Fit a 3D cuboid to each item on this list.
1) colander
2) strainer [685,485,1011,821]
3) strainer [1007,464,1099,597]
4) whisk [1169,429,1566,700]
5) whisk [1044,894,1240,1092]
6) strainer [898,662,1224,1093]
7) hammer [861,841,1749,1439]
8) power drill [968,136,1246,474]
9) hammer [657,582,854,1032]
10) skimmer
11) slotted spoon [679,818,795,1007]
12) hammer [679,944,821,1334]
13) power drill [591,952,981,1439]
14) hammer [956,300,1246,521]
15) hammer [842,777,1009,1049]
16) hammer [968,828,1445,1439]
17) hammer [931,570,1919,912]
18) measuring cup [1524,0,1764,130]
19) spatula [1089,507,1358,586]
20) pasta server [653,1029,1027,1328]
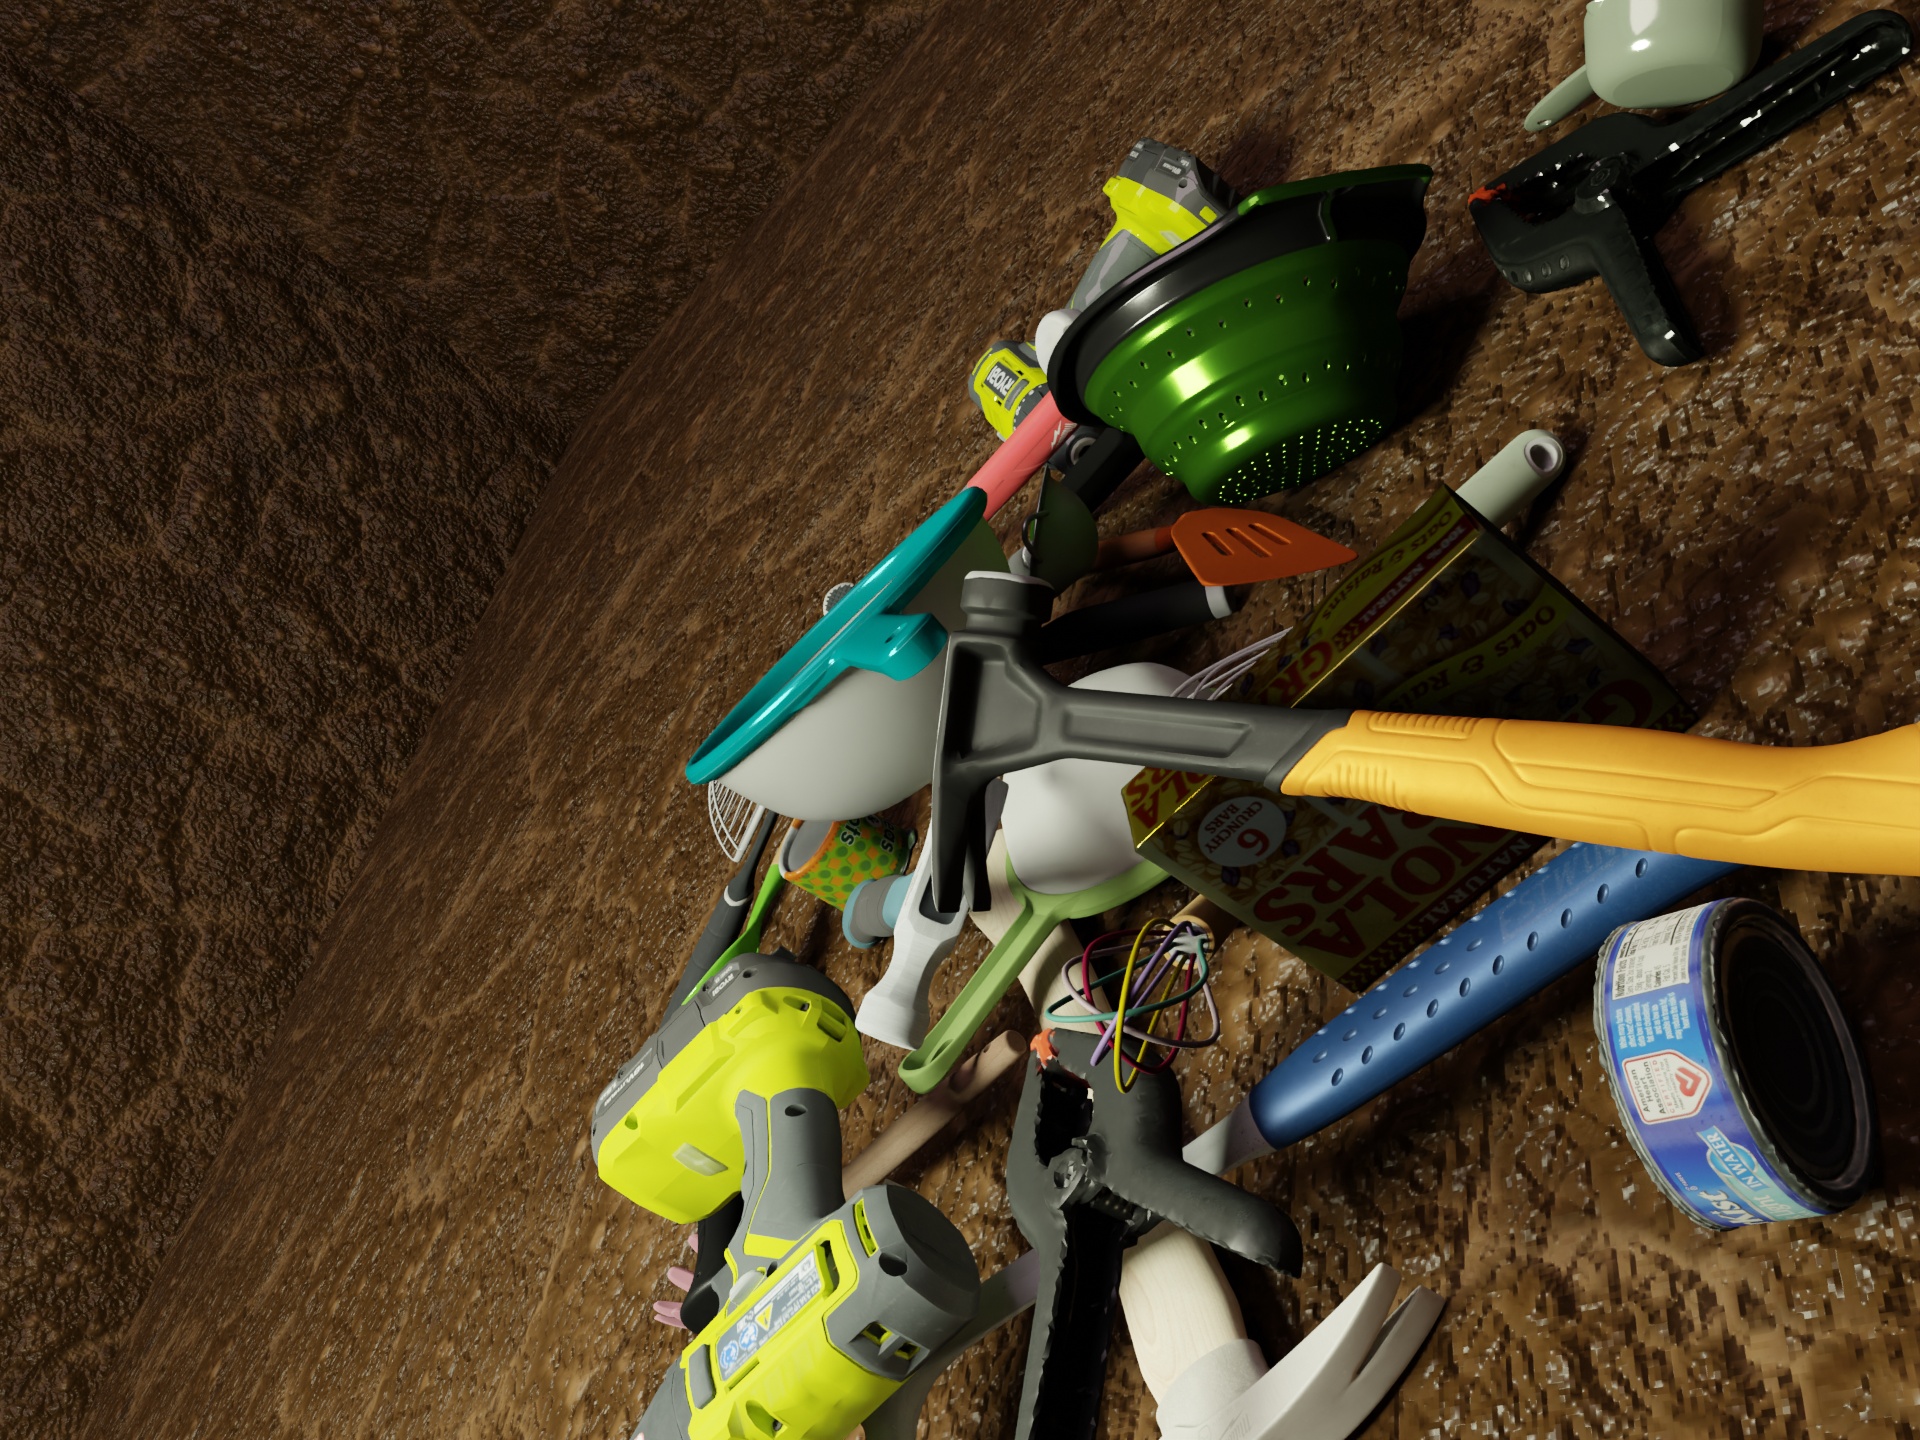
[{"bbox_3d":[0.130,-0.149,0.881,0.094,0.204,0.397,70,158,10],"label":"colander"},{"bbox_3d":[-0.024,-0.012,0.759,0.211,0.095,0.340,-45,10,-6],"label":"strainer"},{"bbox_3d":[0.049,-0.102,0.967,0.258,0.050,0.087,-152,70,-86],"label":"strainer"},{"bbox_3d":[0.169,-0.045,0.659,0.246,0.058,0.059,-40,2,-17],"label":"whisk"},{"bbox_3d":[0.080,0.090,0.595,0.051,0.047,0.245,-23,-5,16],"label":"whisk"},{"bbox_3d":[0.037,0.057,0.756,0.256,0.069,0.151,-51,24,-25],"label":"strainer"},{"bbox_3d":[0.098,0.142,0.563,0.405,0.035,0.144,-42,26,24],"label":"hammer"},{"bbox_3d":[0.106,-0.280,1.113,0.228,0.080,0.191,-53,28,13],"label":"power drill"},{"bbox_3d":[-0.150,0.104,1.126,0.149,0.036,0.409,97,-165,-79],"label":"hammer"},{"bbox_3d":[-0.001,-0.003,0.936,0.363,0.090,0.127,-15,33,26],"label":"skimmer"},{"bbox_3d":[-0.111,0.082,1.074,0.070,0.031,0.314,-60,4,47],"label":"slotted spoon"},{"bbox_3d":[-0.126,0.233,0.884,0.146,0.035,0.335,-52,13,3],"label":"hammer"},{"bbox_3d":[-0.090,0.214,0.665,0.171,0.080,0.223,-45,28,8],"label":"power drill"},{"bbox_3d":[0.037,-0.157,1.033,0.386,0.143,0.038,-39,70,58],"label":"hammer"},{"bbox_3d":[-0.032,0.096,0.821,0.331,0.033,0.128,138,153,-78],"label":"hammer"},{"bbox_3d":[0.067,0.152,0.694,0.146,0.038,0.411,-49,25,13],"label":"hammer"},{"bbox_3d":[0.133,0.020,0.502,0.337,0.034,0.127,5,87,36],"label":"hammer"},{"bbox_3d":[0.320,-0.307,0.774,0.167,0.083,0.038,166,104,-81],"label":"measuring cup"},{"bbox_3d":[0.107,-0.089,0.890,0.323,0.081,0.041,-176,75,-75],"label":"spatula"},{"bbox_3d":[-0.067,0.234,0.801,0.316,0.040,0.060,-48,13,36],"label":"pasta server"}]
